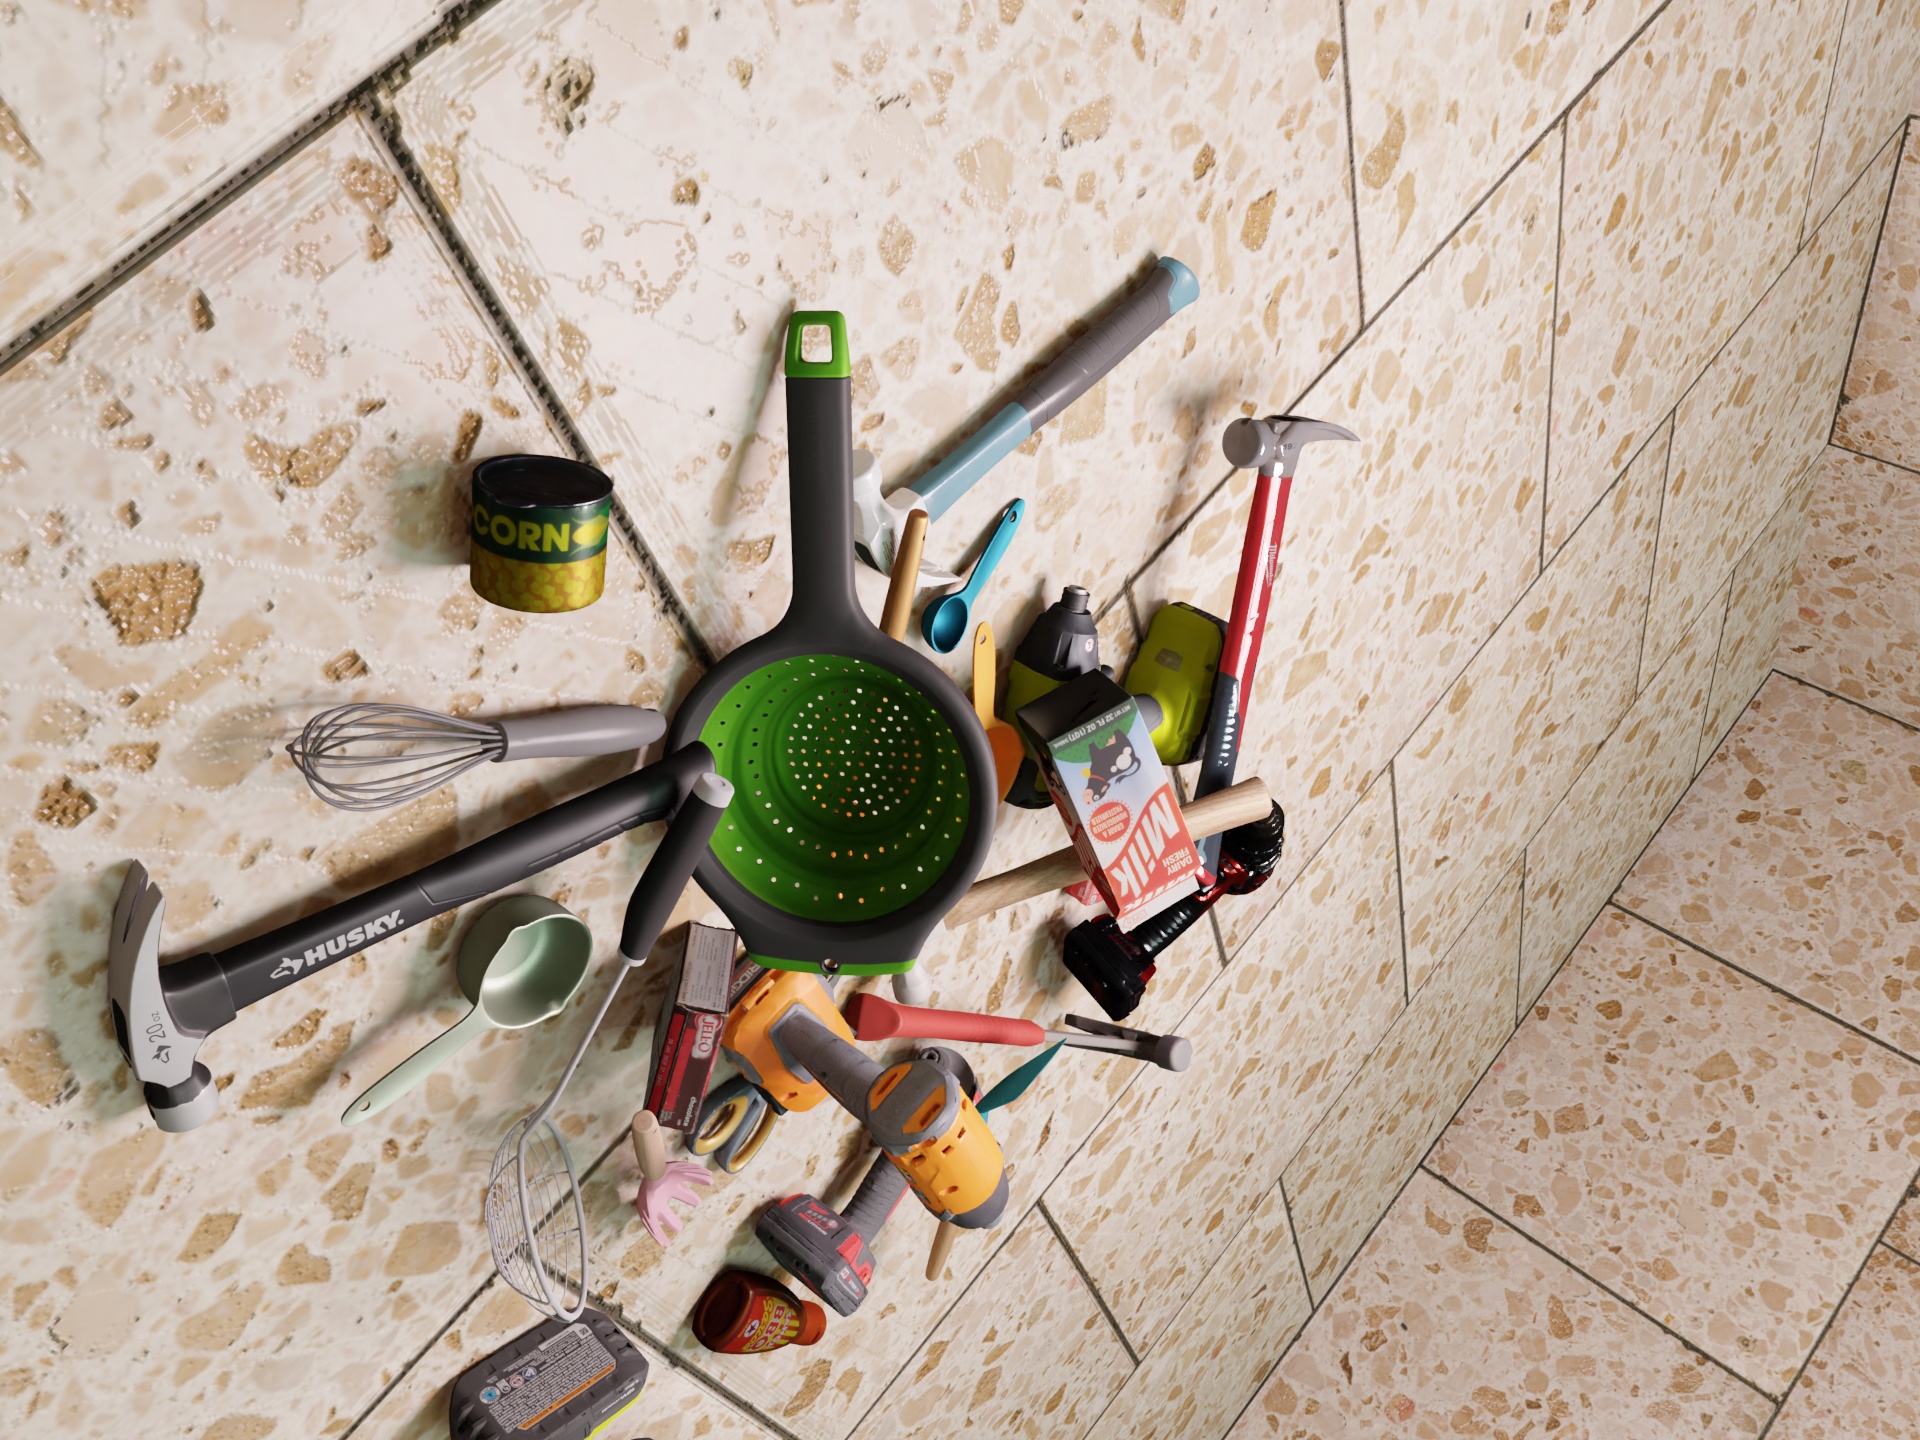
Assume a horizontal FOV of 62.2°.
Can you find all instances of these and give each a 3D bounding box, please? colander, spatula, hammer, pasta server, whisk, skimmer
[{"bbox_3d":[-0.075,-0.045,0.966,0.094,0.204,0.397,-65,156,-73],"label":"colander"},{"bbox_3d":[0.016,0.386,1.354,0.082,0.044,0.317,-39,152,-49],"label":"spatula"},{"bbox_3d":[0.049,-0.209,1.057,0.331,0.033,0.128,-44,143,-23],"label":"hammer"},{"bbox_3d":[-0.192,0.290,1.026,0.060,0.040,0.316,-54,173,-24],"label":"pasta server"},{"bbox_3d":[-0.241,0.010,0.835,0.239,0.055,0.055,-8,122,-55],"label":"whisk"},{"bbox_3d":[0.036,0.264,1.361,0.358,0.149,0.037,16,80,-44],"label":"hammer"},{"bbox_3d":[0.233,-0.051,1.278,0.143,0.038,0.386,-11,116,-44],"label":"hammer"},{"bbox_3d":[-0.196,0.199,0.959,0.090,0.127,0.363,24,106,-16],"label":"skimmer"},{"bbox_3d":[0.089,0.109,1.236,0.331,0.031,0.130,-19,118,-12],"label":"hammer"},{"bbox_3d":[-0.051,0.004,1.059,0.081,0.041,0.322,-52,161,-52],"label":"spatula"},{"bbox_3d":[-0.273,0.083,0.841,0.335,0.035,0.146,-26,134,-35],"label":"hammer"}]

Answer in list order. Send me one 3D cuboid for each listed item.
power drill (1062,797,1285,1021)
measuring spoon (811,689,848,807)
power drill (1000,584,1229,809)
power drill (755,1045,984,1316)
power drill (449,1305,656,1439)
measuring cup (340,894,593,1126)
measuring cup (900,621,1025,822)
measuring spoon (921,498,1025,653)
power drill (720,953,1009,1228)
[{"bbox_3d":[0.201,0.159,1.428,0.227,0.080,0.187,-38,162,-11],"label":"power drill"},{"bbox_3d":[-0.087,0.022,1.077,0.021,0.011,0.116,-13,126,-48],"label":"measuring spoon"},{"bbox_3d":[0.123,-0.027,1.260,0.223,0.080,0.171,-8,119,-47],"label":"power drill"},{"bbox_3d":[-0.063,0.370,1.319,0.220,0.079,0.143,-49,151,-22],"label":"power drill"},{"bbox_3d":[-0.290,0.540,1.157,0.190,0.080,0.228,-22,135,-42],"label":"power drill"},{"bbox_3d":[-0.287,0.163,0.904,0.167,0.038,0.083,-40,142,-24],"label":"measuring cup"},{"bbox_3d":[-0.002,-0.004,1.135,0.095,0.052,0.173,-30,135,-37],"label":"measuring cup"},{"bbox_3d":[0.007,-0.104,1.105,0.129,0.021,0.042,-60,147,-16],"label":"measuring spoon"},{"bbox_3d":[-0.062,0.258,1.079,0.084,0.227,0.164,-46,135,-20],"label":"power drill"}]
